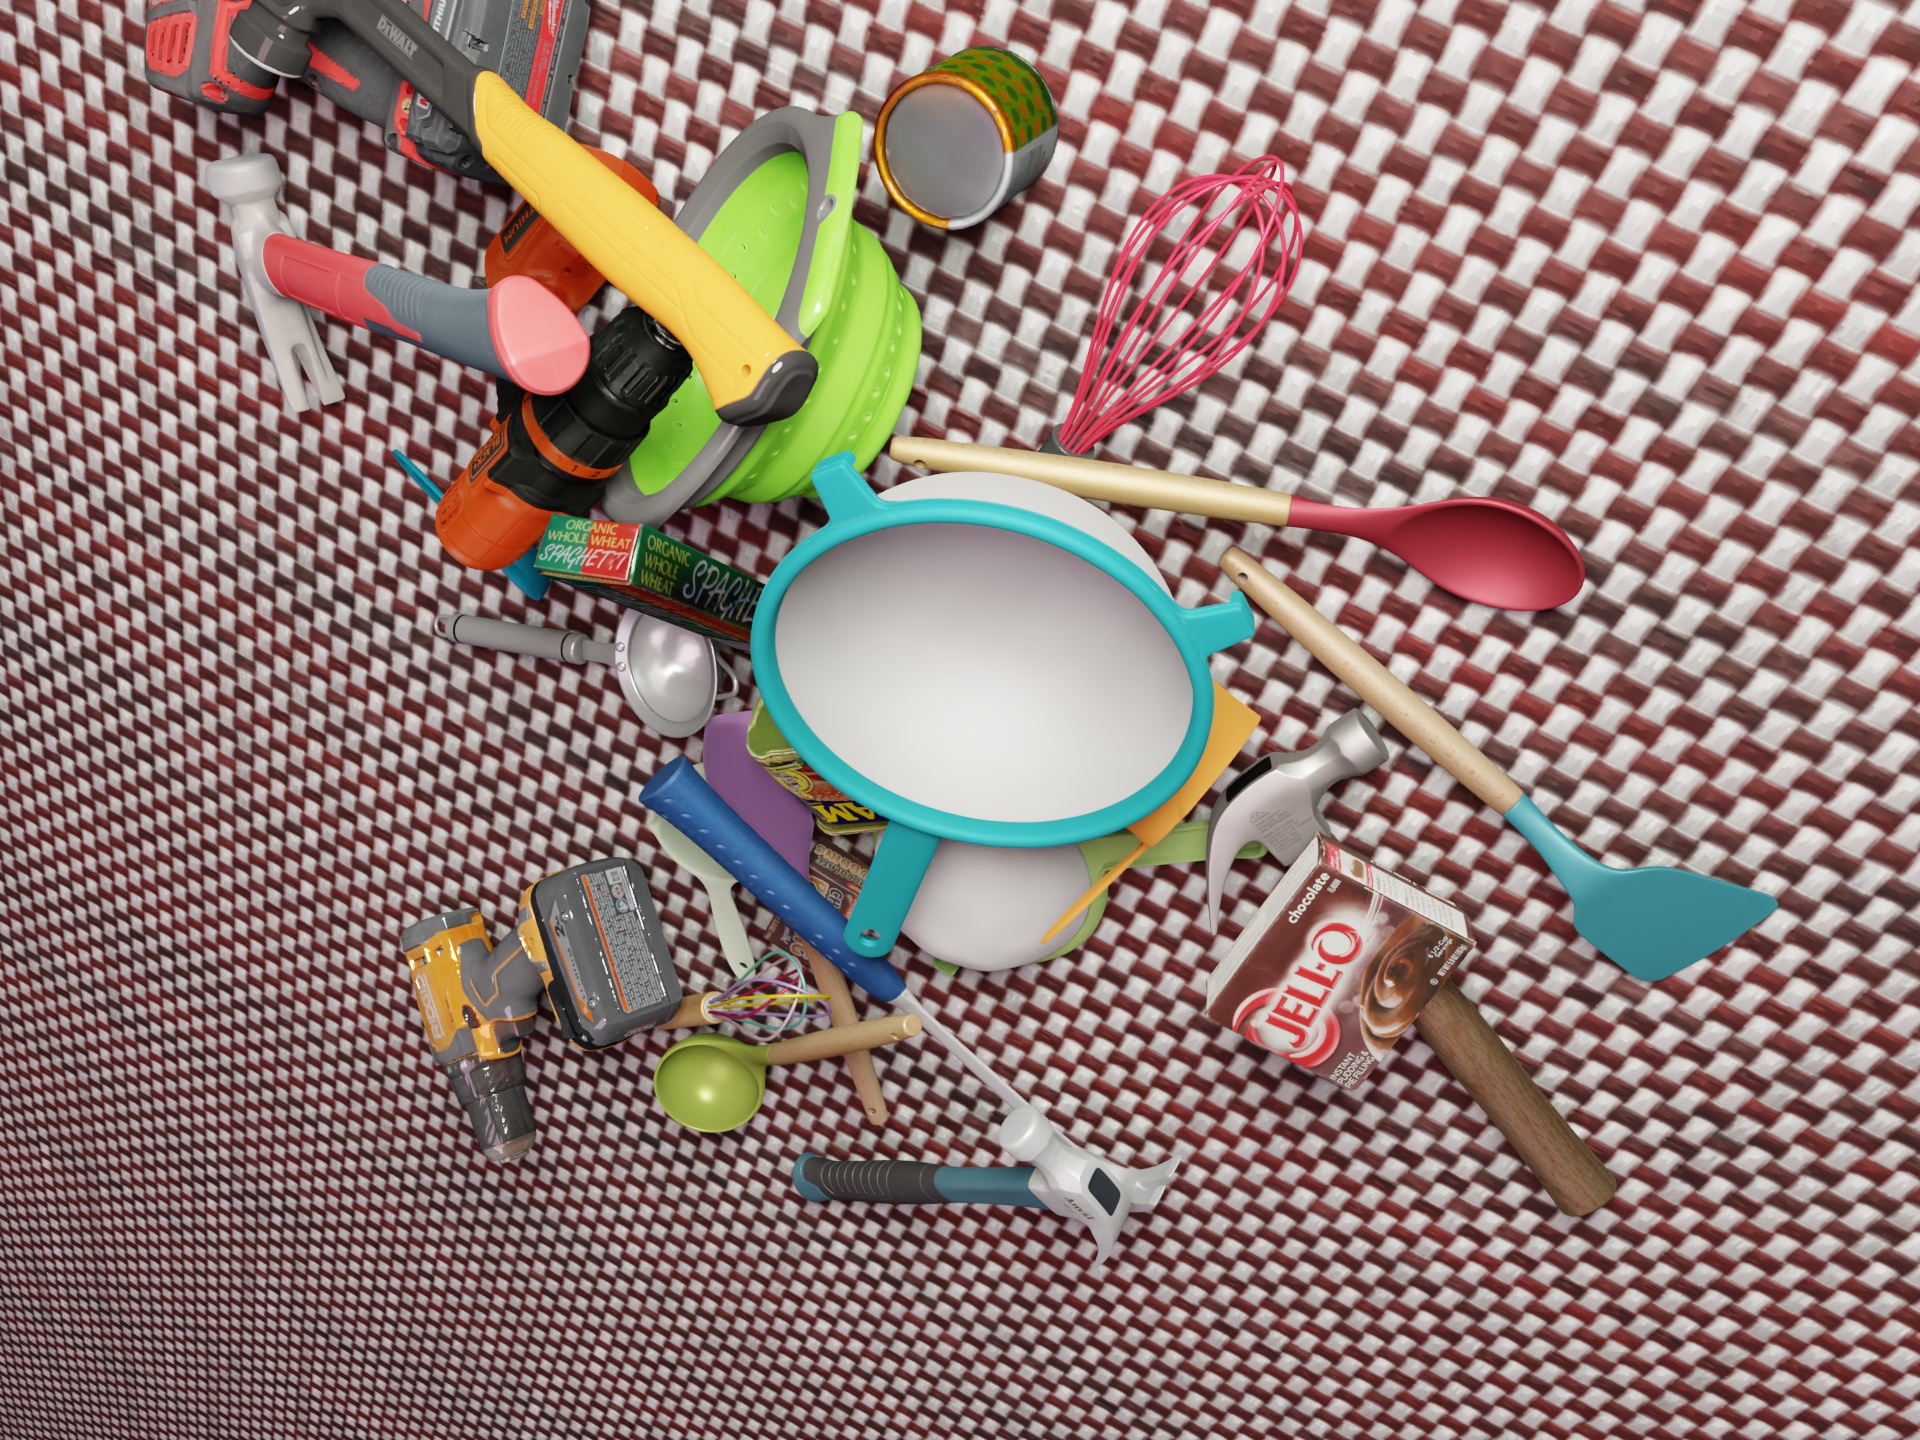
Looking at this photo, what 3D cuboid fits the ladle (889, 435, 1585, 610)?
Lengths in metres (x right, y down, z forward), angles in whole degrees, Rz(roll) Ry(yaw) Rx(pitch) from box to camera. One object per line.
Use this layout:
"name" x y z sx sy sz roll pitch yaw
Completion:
"ladle" 0.123 -0.098 0.723 0.315 0.031 0.069 10 149 4

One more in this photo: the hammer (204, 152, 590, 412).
"hammer" -0.279 -0.191 0.779 0.387 0.038 0.143 27 134 46

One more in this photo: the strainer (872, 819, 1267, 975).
"strainer" 0.050 0.092 0.901 0.256 0.069 0.151 -9 117 33

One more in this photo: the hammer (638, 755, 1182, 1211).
"hammer" -0.029 0.168 0.953 0.405 0.035 0.144 45 151 -17

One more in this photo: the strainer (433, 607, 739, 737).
"strainer" -0.225 -0.044 0.966 0.258 0.050 0.087 10 107 27

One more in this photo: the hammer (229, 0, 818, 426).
"hammer" -0.175 -0.243 0.654 0.337 0.034 0.127 44 113 16

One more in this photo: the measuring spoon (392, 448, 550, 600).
"measuring spoon" -0.292 -0.124 0.961 0.128 0.021 0.042 44 160 4

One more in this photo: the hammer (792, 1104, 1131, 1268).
"hammer" -0.015 0.304 1.046 0.128 0.033 0.331 45 146 -19

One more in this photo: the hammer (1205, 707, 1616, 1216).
"hammer" 0.249 0.150 0.854 0.130 0.031 0.331 -35 106 20

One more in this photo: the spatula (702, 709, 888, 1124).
"spatula" -0.094 0.131 0.990 0.060 0.018 0.315 -8 118 17

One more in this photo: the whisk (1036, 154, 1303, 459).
"whisk" 0.063 -0.144 0.746 0.073 0.073 0.295 39 135 -2

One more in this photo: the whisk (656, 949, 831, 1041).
"whisk" -0.156 0.186 1.047 0.245 0.047 0.051 -22 95 56

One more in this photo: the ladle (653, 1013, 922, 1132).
"ladle" -0.114 0.223 1.028 0.078 0.062 0.320 43 147 -13

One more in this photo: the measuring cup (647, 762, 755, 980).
"measuring cup" -0.147 0.098 1.026 0.083 0.038 0.167 7 127 22

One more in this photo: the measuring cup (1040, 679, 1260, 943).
"measuring cup" 0.080 0.045 0.827 0.052 0.095 0.173 42 113 3

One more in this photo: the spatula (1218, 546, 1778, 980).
"spatula" 0.253 0.019 0.784 0.317 0.044 0.082 42 130 2

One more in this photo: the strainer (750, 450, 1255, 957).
"strainer" -0.001 -0.003 0.789 0.211 0.095 0.340 19 138 -4

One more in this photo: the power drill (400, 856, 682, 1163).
"power drill" -0.295 0.204 1.108 0.226 0.084 0.185 -24 82 37

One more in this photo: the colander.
"colander" -0.133 -0.155 0.809 0.094 0.205 0.397 21 157 -33

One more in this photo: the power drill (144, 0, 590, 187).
"power drill" -0.291 -0.347 0.760 0.220 0.078 0.143 22 106 18
